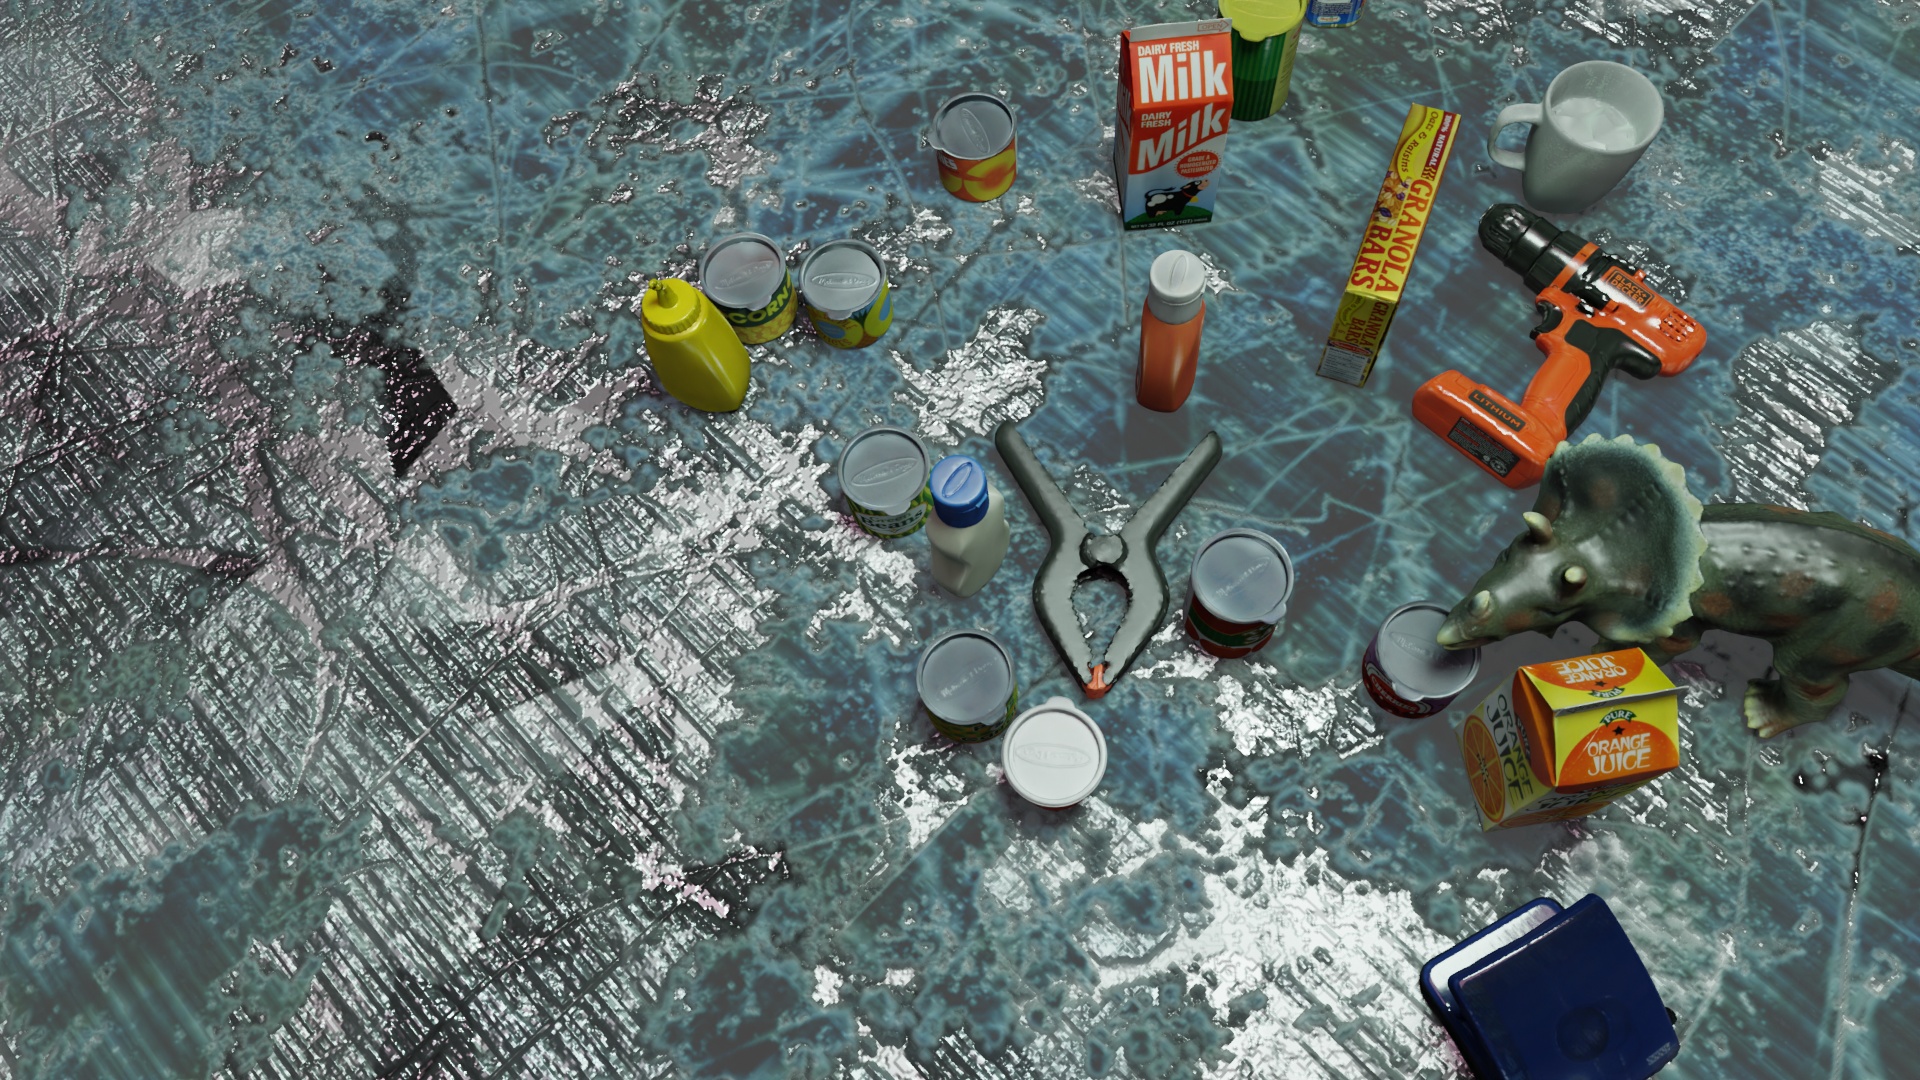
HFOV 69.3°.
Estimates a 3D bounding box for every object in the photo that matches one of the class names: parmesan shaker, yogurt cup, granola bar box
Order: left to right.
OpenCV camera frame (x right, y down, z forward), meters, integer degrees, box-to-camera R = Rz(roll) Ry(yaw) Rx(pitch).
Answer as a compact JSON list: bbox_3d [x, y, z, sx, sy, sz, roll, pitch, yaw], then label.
[{"bbox_3d":[0.062,0.147,0.917,0.072,0.053,0.072,-1,68,4],"label":"yogurt cup"},{"bbox_3d":[0.231,-0.387,1.095,0.071,0.102,0.071,-2,68,4],"label":"parmesan shaker"},{"bbox_3d":[0.310,-0.211,1.007,0.039,0.123,0.166,20,71,12],"label":"granola bar box"}]

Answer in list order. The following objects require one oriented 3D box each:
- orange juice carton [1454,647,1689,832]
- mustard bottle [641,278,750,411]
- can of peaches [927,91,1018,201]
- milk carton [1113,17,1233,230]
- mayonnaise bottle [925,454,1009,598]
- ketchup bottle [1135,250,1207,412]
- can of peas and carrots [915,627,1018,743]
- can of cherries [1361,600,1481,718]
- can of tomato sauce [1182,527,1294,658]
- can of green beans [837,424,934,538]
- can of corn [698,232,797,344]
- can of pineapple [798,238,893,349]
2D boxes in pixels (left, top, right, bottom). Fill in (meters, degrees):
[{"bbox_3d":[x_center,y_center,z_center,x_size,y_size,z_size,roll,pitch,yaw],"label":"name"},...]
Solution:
[{"bbox_3d":[0.363,0.118,0.831,0.072,0.192,0.073,-9,68,1],"label":"orange juice carton"},{"bbox_3d":[-0.195,-0.146,0.999,0.065,0.159,0.049,8,69,7],"label":"mustard bottle"},{"bbox_3d":[0.011,-0.312,1.106,0.071,0.058,0.071,-1,68,4],"label":"can of peaches"},{"bbox_3d":[0.155,-0.315,1.025,0.072,0.190,0.073,-6,68,2],"label":"milk carton"},{"bbox_3d":[0.003,-0.012,0.936,0.041,0.147,0.065,33,74,16],"label":"mayonnaise bottle"},{"bbox_3d":[0.149,-0.149,0.980,0.043,0.148,0.065,14,70,10],"label":"ketchup bottle"},{"bbox_3d":[0.007,0.101,0.938,0.071,0.058,0.071,-1,68,4],"label":"can of peas and carrots"},{"bbox_3d":[0.303,0.082,0.923,0.071,0.058,0.072,-1,68,4],"label":"can of cherries"},{"bbox_3d":[0.187,0.038,0.936,0.071,0.082,0.071,-2,68,4],"label":"can of tomato sauce"},{"bbox_3d":[-0.052,-0.041,1.000,0.071,0.057,0.071,-1,68,4],"label":"can of green beans"},{"bbox_3d":[-0.161,-0.191,1.070,0.071,0.058,0.071,-1,68,4],"label":"can of corn"},{"bbox_3d":[-0.087,-0.186,1.062,0.071,0.057,0.071,-1,68,4],"label":"can of pineapple"}]
